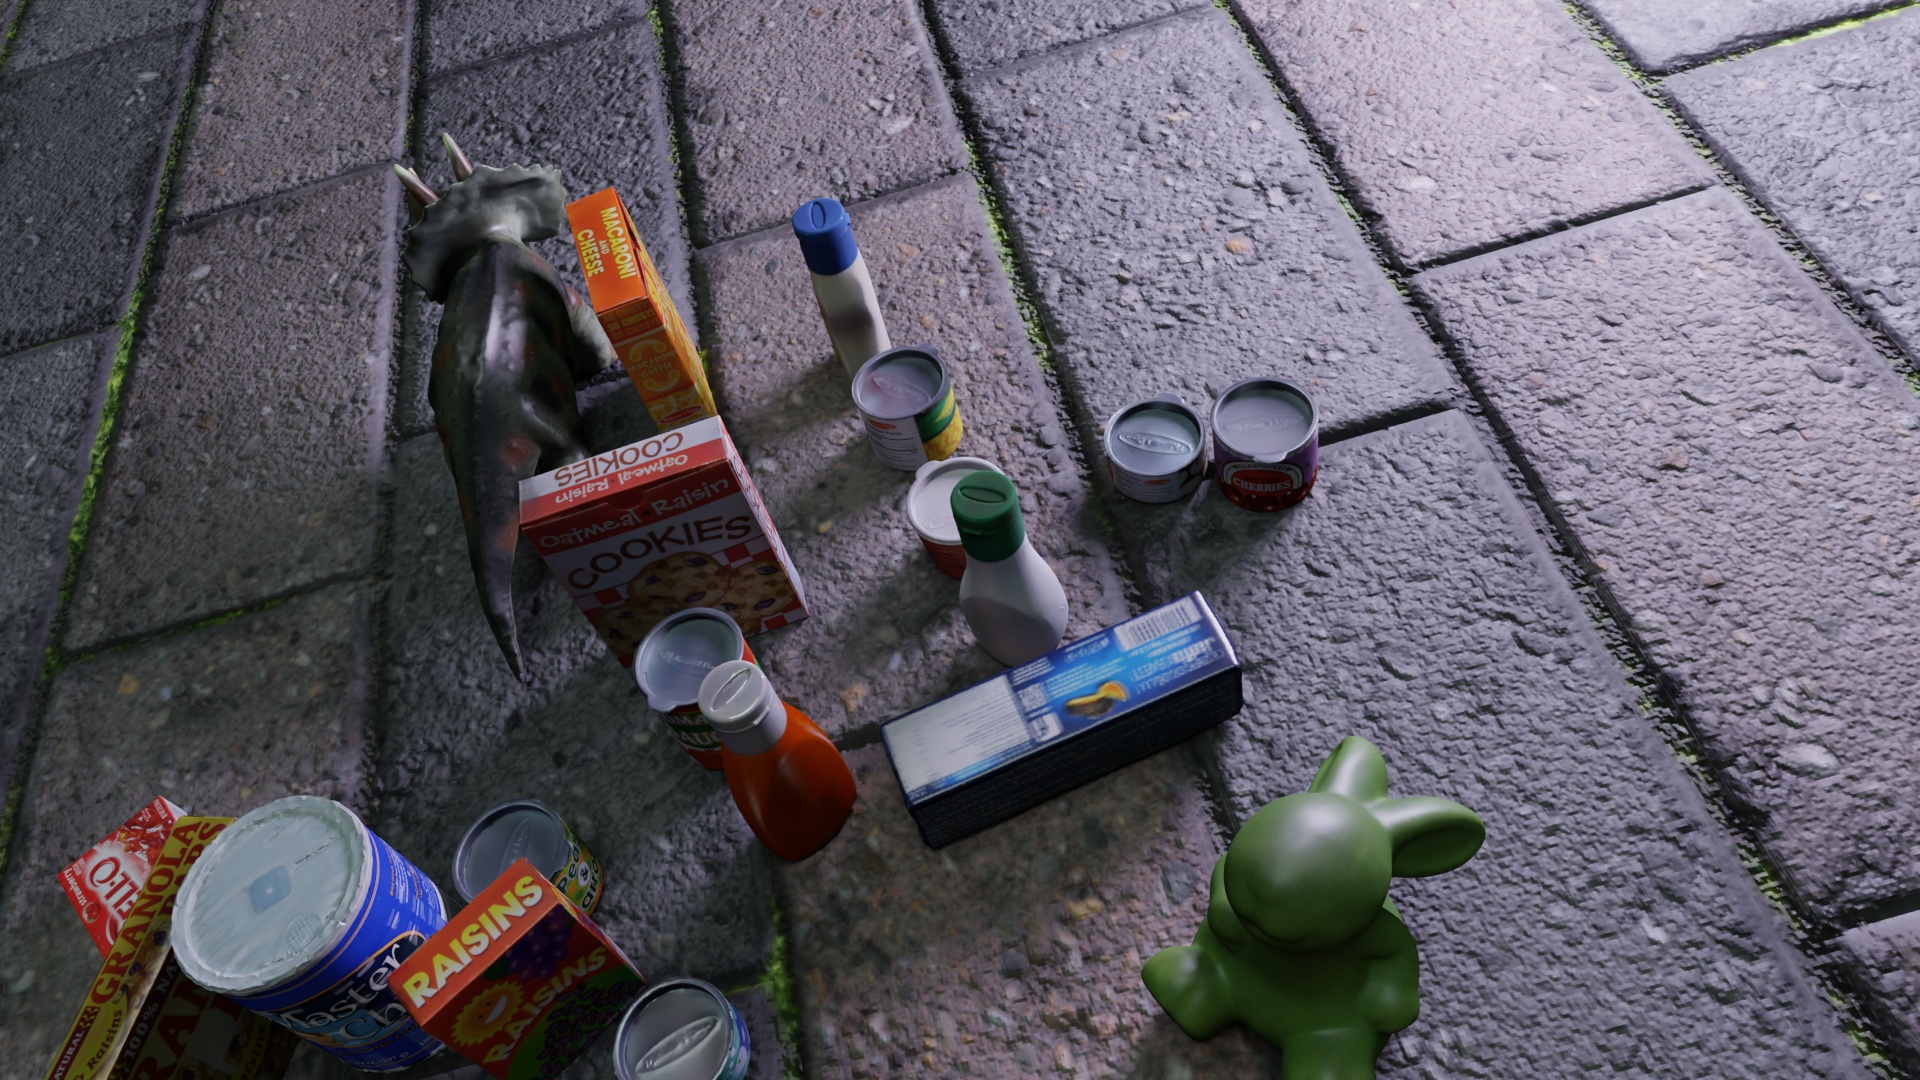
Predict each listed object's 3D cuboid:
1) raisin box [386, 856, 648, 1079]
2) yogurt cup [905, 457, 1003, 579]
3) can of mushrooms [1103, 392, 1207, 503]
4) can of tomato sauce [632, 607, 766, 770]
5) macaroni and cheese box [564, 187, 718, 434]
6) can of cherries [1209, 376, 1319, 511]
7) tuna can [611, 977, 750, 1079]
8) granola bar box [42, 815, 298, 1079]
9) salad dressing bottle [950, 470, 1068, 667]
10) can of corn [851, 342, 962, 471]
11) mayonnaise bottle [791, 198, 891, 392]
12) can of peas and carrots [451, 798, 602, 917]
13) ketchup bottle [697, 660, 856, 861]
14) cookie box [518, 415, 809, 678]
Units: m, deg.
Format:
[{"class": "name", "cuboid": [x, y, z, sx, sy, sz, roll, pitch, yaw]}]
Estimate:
[{"class": "raisin box", "cuboid": [-0.225, 0.228, 0.719, 0.086, 0.122, 0.040, -42, 56, -18]}, {"class": "yogurt cup", "cuboid": [0.003, -0.011, 0.890, 0.072, 0.053, 0.073, -6, 53, 8]}, {"class": "can of mushrooms", "cuboid": [0.129, -0.061, 0.911, 0.071, 0.033, 0.071, -6, 53, 8]}, {"class": "can of tomato sauce", "cuboid": [-0.150, 0.092, 0.830, 0.071, 0.082, 0.071, -6, 53, 8]}, {"class": "macaroni and cheese box", "cuboid": [-0.215, -0.143, 0.968, 0.040, 0.165, 0.124, -22, 52, -4]}, {"class": "can of cherries", "cuboid": [0.193, -0.059, 0.880, 0.071, 0.058, 0.072, -6, 53, 8]}, {"class": "tuna can", "cuboid": [-0.145, 0.269, 0.728, 0.071, 0.032, 0.071, -6, 53, 8]}, {"class": "granola bar box", "cuboid": [-0.406, 0.249, 0.744, 0.039, 0.123, 0.166, 1, 54, 14]}, {"class": "salad dressing bottle", "cuboid": [0.026, 0.019, 0.804, 0.064, 0.147, 0.044, 13, 58, 22]}, {"class": "can of corn", "cuboid": [-0.034, -0.092, 0.956, 0.071, 0.058, 0.071, -6, 53, 8]}, {"class": "mayonnaise bottle", "cuboid": [-0.081, -0.171, 0.970, 0.041, 0.147, 0.065, -15, 52, 2]}, {"class": "can of peas and carrots", "cuboid": [-0.244, 0.190, 0.793, 0.071, 0.058, 0.071, -6, 53, 8]}, {"class": "ketchup bottle", "cuboid": [-0.101, 0.118, 0.757, 0.043, 0.148, 0.065, 29, 65, 29]}, {"class": "cookie box", "cuboid": [-0.175, 0.009, 0.844, 0.123, 0.166, 0.040, -19, 52, -1]}]
